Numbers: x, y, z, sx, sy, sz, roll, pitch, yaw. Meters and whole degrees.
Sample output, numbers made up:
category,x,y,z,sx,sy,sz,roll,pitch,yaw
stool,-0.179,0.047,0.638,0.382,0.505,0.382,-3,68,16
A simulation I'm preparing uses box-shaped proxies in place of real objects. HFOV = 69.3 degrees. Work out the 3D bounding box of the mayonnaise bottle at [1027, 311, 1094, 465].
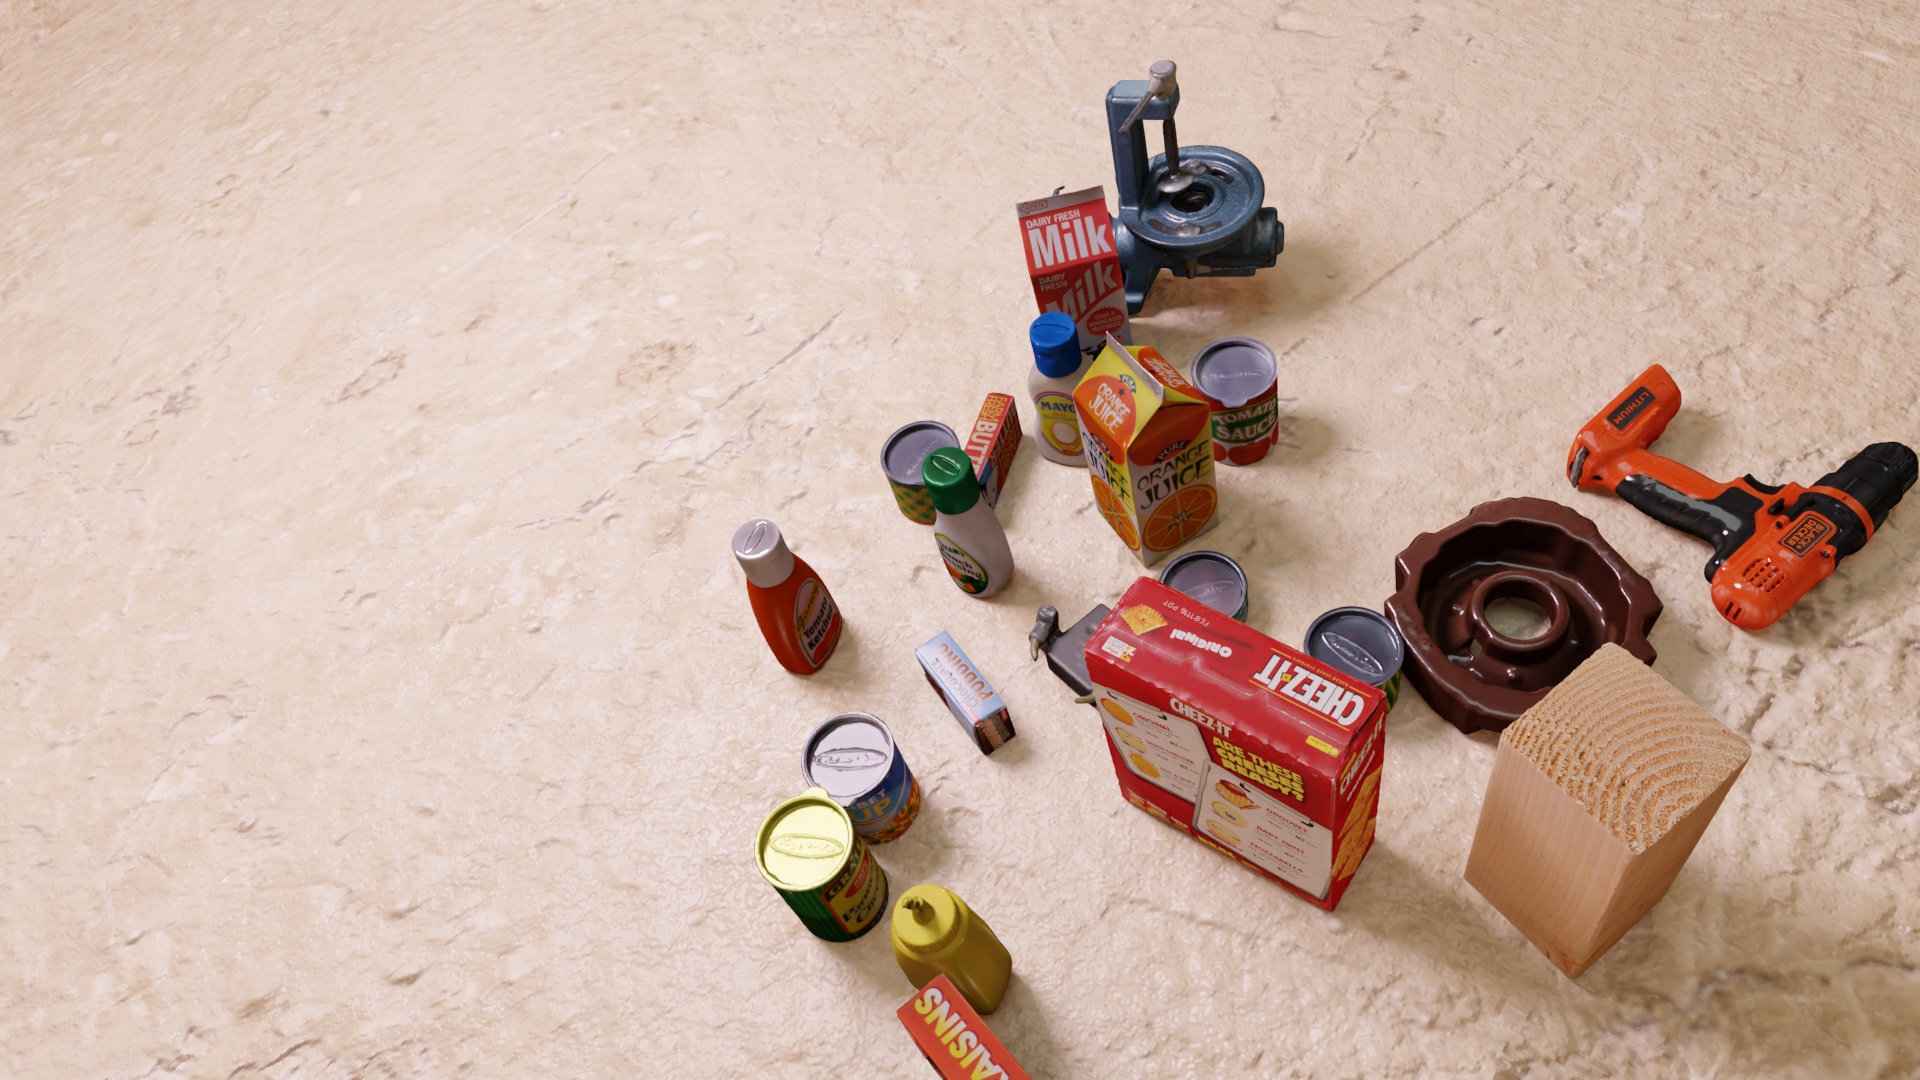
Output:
category,x,y,z,sx,sy,sz,roll,pitch,yaw
mayonnaise bottle,0.083,-0.118,1.102,0.065,0.147,0.041,8,58,19

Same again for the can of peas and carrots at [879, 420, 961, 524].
category,x,y,z,sx,sy,sz,roll,pitch,yaw
can of peas and carrots,-0.025,-0.055,1.139,0.071,0.058,0.071,-7,54,9

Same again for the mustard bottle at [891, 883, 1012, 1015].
category,x,y,z,sx,sy,sz,roll,pitch,yaw
mustard bottle,-0.010,0.248,0.858,0.065,0.159,0.049,12,60,21

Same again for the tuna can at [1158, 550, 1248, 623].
category,x,y,z,sx,sy,sz,roll,pitch,yaw
tuna can,0.182,0.045,1.034,0.071,0.032,0.071,-6,54,9

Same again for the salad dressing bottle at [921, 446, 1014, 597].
category,x,y,z,sx,sy,sz,roll,pitch,yaw
salad dressing bottle,0.004,-0.013,1.047,0.064,0.147,0.044,33,69,31

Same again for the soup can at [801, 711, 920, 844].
category,x,y,z,sx,sy,sz,roll,pitch,yaw
soup can,-0.069,0.171,0.975,0.071,0.083,0.072,-7,54,9

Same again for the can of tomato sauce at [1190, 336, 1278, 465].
category,x,y,z,sx,sy,sz,roll,pitch,yaw
can of tomato sauce,0.219,-0.108,1.102,0.071,0.082,0.071,-7,54,9

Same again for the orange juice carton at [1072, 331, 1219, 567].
category,x,y,z,sx,sy,sz,roll,pitch,yaw
orange juice carton,0.138,-0.071,1.028,0.073,0.191,0.072,-30,54,-8

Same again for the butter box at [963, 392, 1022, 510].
category,x,y,z,sx,sy,sz,roll,pitch,yaw
butter box,0.022,-0.066,1.139,0.024,0.053,0.104,10,58,20

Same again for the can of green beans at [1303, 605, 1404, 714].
category,x,y,z,sx,sy,sz,roll,pitch,yaw
can of green beans,0.272,0.088,0.966,0.071,0.057,0.071,-7,54,9

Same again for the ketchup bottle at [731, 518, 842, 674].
category,x,y,z,sx,sy,sz,roll,pitch,yaw
ketchup bottle,-0.132,0.040,1.042,0.043,0.148,0.065,13,60,22

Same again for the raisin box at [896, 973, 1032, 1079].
category,x,y,z,sx,sy,sz,roll,pitch,yaw
raisin box,0.013,0.318,0.826,0.040,0.123,0.086,-38,56,-13

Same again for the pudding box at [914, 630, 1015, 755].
category,x,y,z,sx,sy,sz,roll,pitch,yaw
pudding box,0.003,0.111,1.020,0.030,0.049,0.084,-34,55,-10

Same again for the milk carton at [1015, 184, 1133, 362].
category,x,y,z,sx,sy,sz,roll,pitch,yaw
milk carton,0.095,-0.212,1.139,0.072,0.189,0.074,-12,54,5

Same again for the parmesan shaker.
category,x,y,z,sx,sy,sz,roll,pitch,yaw
parmesan shaker,-0.090,0.219,0.933,0.071,0.102,0.071,-7,54,9
